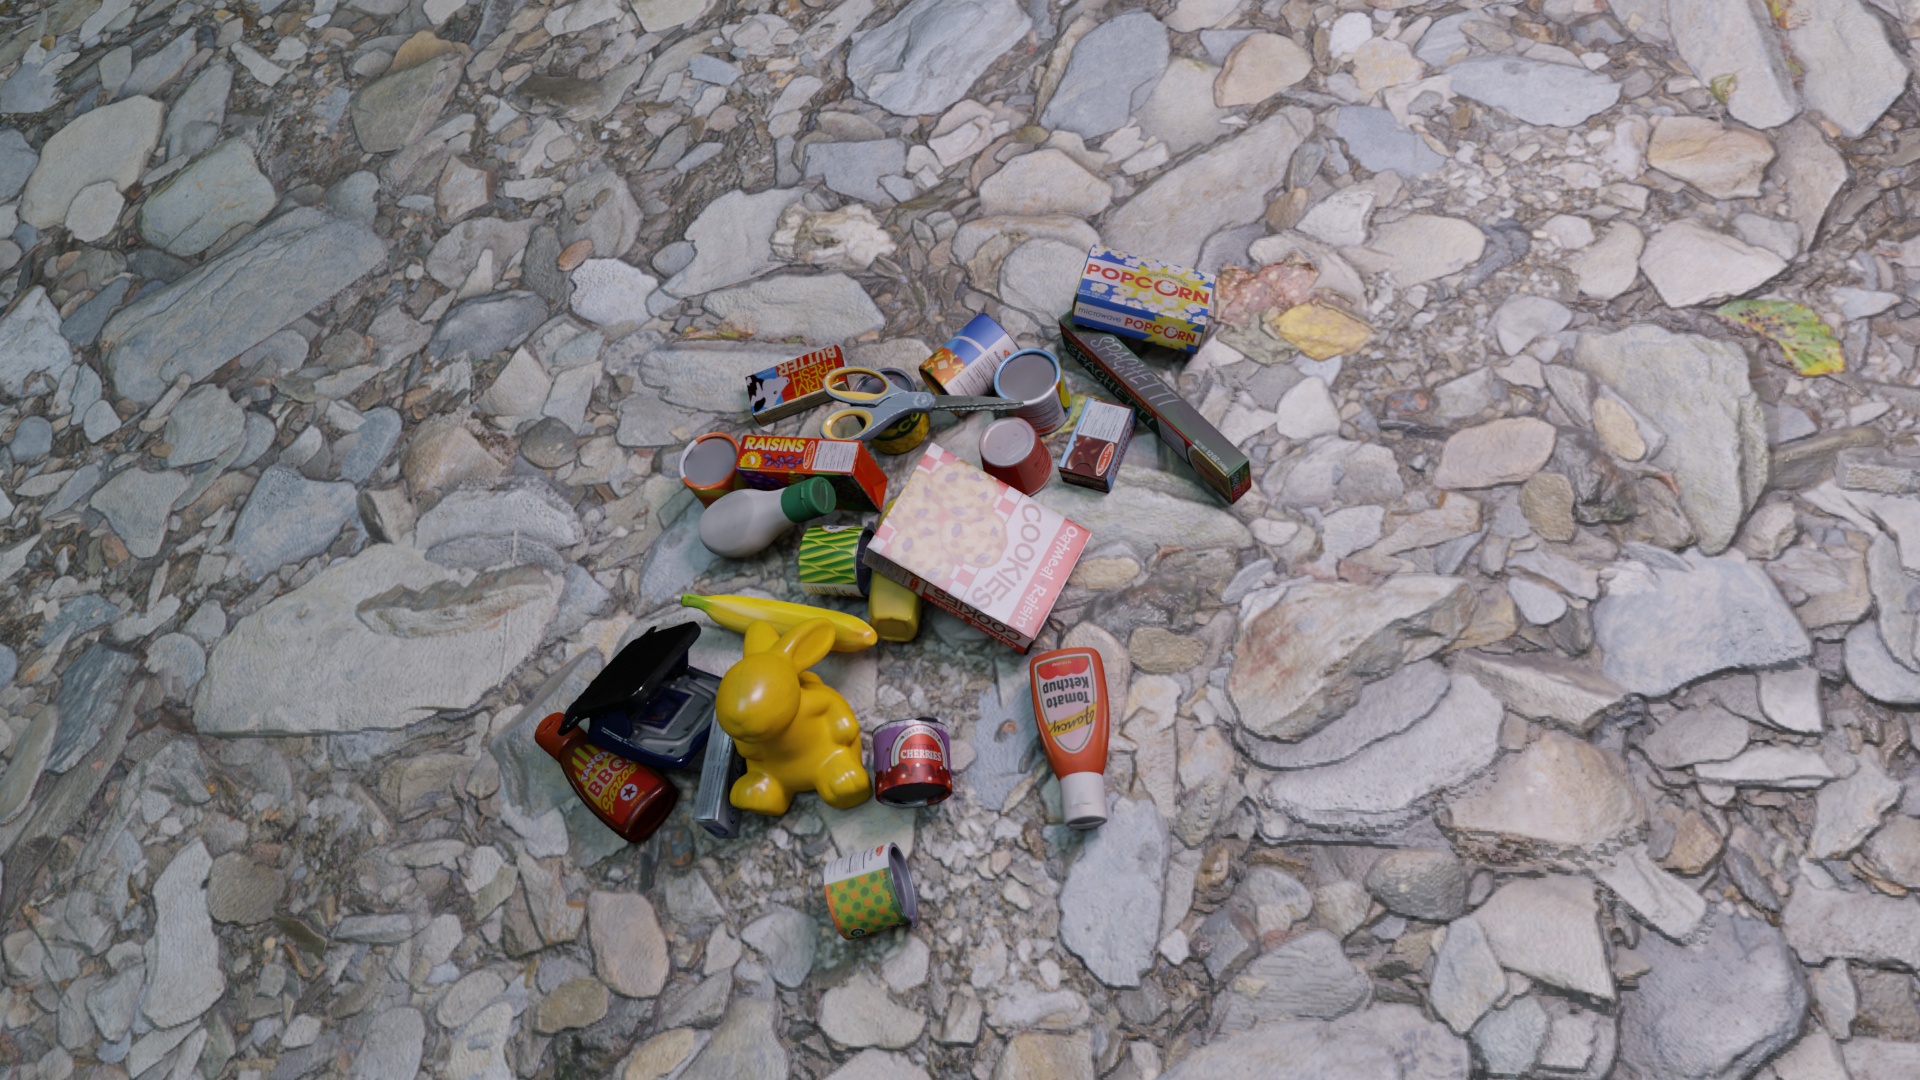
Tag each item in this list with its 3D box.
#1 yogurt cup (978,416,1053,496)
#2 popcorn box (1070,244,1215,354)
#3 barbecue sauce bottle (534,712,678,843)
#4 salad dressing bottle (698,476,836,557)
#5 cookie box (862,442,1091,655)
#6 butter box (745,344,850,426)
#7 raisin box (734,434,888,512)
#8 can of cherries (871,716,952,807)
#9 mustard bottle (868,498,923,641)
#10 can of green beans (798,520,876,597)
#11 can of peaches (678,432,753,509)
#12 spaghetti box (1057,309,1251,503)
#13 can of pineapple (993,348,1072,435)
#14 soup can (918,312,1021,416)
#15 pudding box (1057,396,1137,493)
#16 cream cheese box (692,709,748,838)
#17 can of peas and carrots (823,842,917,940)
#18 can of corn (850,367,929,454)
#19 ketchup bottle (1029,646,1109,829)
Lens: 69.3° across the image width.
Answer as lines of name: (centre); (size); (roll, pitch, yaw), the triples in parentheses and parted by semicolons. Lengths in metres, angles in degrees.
yogurt cup: (0.049, -0.080, 1.307); (0.072, 0.053, 0.073); (-6, 62, 12)
popcorn box: (0.175, -0.232, 1.331); (0.127, 0.038, 0.085); (15, 46, 4)
barbecue sauce bottle: (-0.327, 0.209, 1.261); (0.149, 0.043, 0.065); (31, 68, 28)
salad dressing bottle: (-0.183, -0.024, 1.316); (0.147, 0.044, 0.064); (-16, 67, 35)
cookie box: (0.016, 0.007, 1.235); (0.167, 0.040, 0.123); (29, 64, 3)
butter box: (-0.167, -0.160, 1.428); (0.103, 0.024, 0.053); (-19, 59, 5)
raisin box: (-0.142, -0.063, 1.333); (0.123, 0.086, 0.040); (5, 69, 18)
can of cherries: (-0.040, 0.188, 1.176); (0.071, 0.071, 0.058); (-10, 60, 10)
mustard bottle: (-0.055, 0.013, 1.282); (0.049, 0.065, 0.161); (4, 58, 2)
can of green beans: (-0.112, 0.019, 1.291); (0.058, 0.071, 0.071); (2, 63, 17)
can of peaches: (-0.236, -0.066, 1.377); (0.071, 0.058, 0.071); (-7, 61, 13)
spaghetti box: (0.179, -0.131, 1.301); (0.029, 0.050, 0.251); (-37, 59, -8)
can of pineapple: (0.069, -0.144, 1.334); (0.071, 0.057, 0.071); (-7, 61, 12)
soup can: (0.009, -0.173, 1.363); (0.084, 0.071, 0.071); (-41, 60, -8)
pudding box: (0.129, -0.090, 1.304); (0.050, 0.030, 0.084); (15, 67, 21)
cream cheese box: (-0.207, 0.205, 1.224); (0.024, 0.053, 0.104); (-1, 62, 14)
can of peas and carrots: (-0.073, 0.289, 1.134); (0.059, 0.070, 0.071); (-18, 59, 7)
can of corn: (-0.066, -0.126, 1.362); (0.071, 0.058, 0.071); (-7, 61, 12)
ketchup bottle: (0.097, 0.165, 1.166); (0.065, 0.043, 0.149); (-11, 60, 10)
